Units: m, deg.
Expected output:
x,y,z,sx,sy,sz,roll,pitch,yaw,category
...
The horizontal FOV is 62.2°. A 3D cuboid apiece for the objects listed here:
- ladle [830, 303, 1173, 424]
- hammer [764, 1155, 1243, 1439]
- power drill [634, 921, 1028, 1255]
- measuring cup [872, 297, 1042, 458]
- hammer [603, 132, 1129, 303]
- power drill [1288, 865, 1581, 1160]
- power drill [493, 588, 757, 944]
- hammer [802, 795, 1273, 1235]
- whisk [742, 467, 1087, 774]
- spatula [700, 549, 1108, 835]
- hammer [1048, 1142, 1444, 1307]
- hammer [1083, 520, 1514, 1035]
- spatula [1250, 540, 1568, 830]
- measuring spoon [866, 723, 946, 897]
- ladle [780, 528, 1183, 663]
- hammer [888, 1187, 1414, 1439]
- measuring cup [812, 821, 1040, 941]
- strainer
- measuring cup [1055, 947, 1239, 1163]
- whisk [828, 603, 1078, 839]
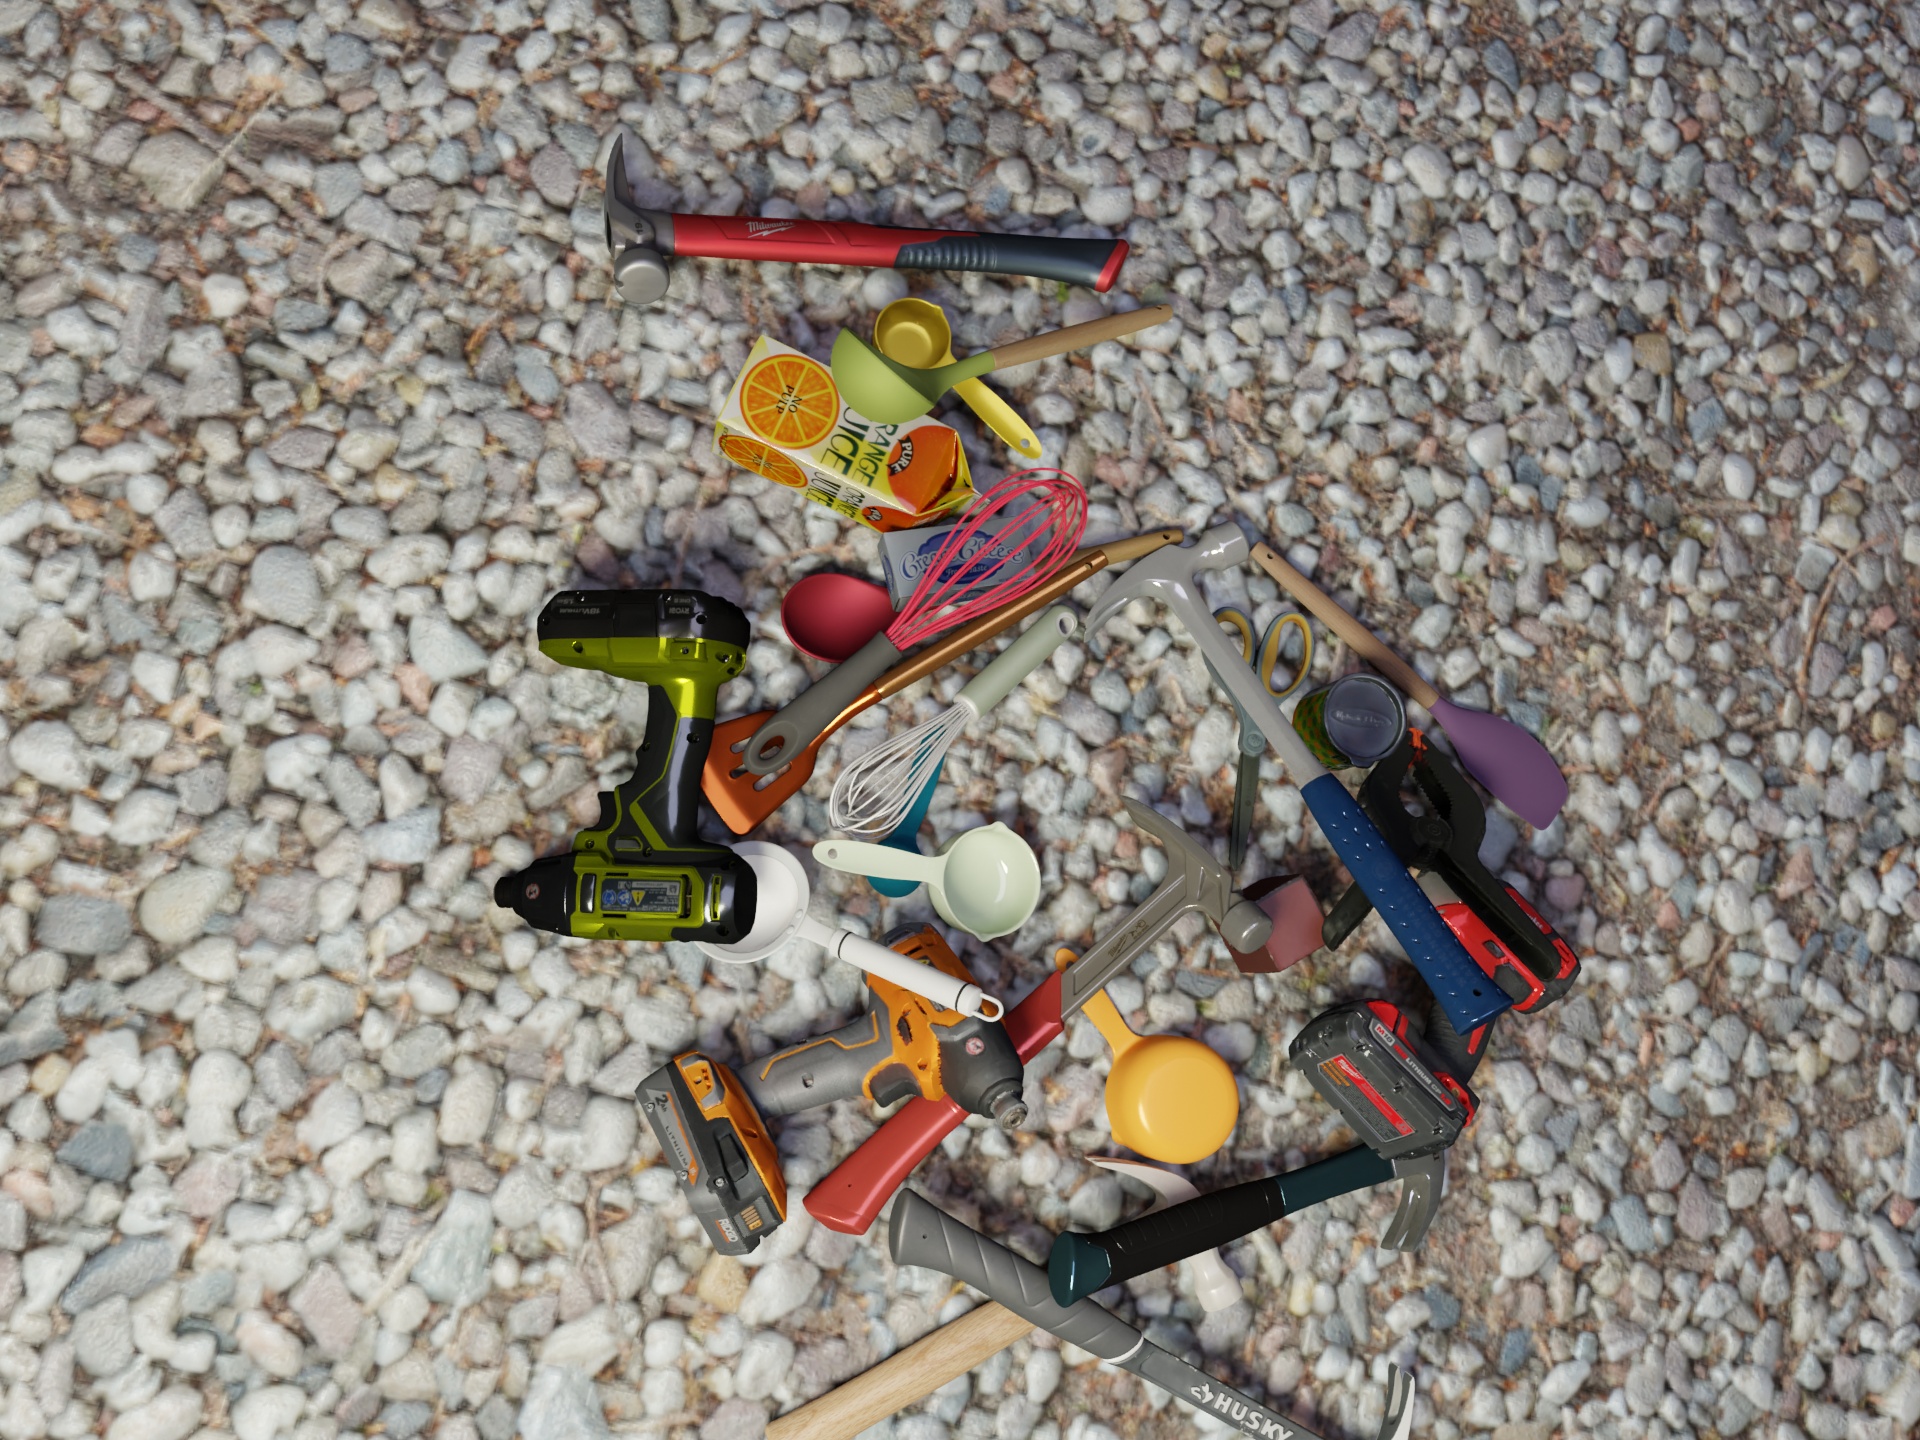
x,y,z,sx,sy,sz,roll,pitch,yaw,category
0.042,-0.271,1.129,0.320,0.062,0.078,-24,58,-35,ladle
0.024,0.402,1.064,0.331,0.031,0.130,-24,87,-15,hammer
-0.074,0.238,1.009,0.226,0.084,0.164,-28,43,-15,power drill
-0.001,-0.245,1.173,0.156,0.029,0.062,43,74,-5,measuring cup
-0.063,-0.357,1.163,0.386,0.038,0.143,-2,56,-18,hammer
0.337,0.191,1.127,0.143,0.078,0.220,47,57,4,power drill
-0.218,0.031,1.039,0.171,0.080,0.223,0,82,11,power drill
0.035,0.208,1.079,0.359,0.036,0.149,-40,50,-8,hammer
-0.032,-0.064,1.069,0.296,0.073,0.073,-41,91,-1,whisk
-0.036,-0.033,1.103,0.322,0.041,0.081,-31,88,-3,spatula
0.201,0.325,1.076,0.331,0.033,0.128,-8,82,-29,hammer
0.234,0.037,1.100,0.144,0.035,0.406,-25,64,-13,hammer
0.344,-0.033,1.217,0.316,0.018,0.060,39,74,-5,spatula
-0.032,0.061,1.114,0.042,0.021,0.129,19,77,-9,measuring spoon
0.020,-0.100,1.152,0.315,0.031,0.069,-15,78,-17,ladle
0.127,0.419,1.051,0.408,0.036,0.149,33,80,-11,hammer
-0.027,0.103,1.086,0.167,0.038,0.083,12,79,-22,measuring cup
-0.083,0.144,1.034,0.258,0.050,0.087,19,68,27,strainer
0.125,0.229,1.104,0.095,0.052,0.173,-36,92,-16,measuring cup
-0.002,-0.004,1.117,0.246,0.059,0.057,-42,115,-23,whisk
